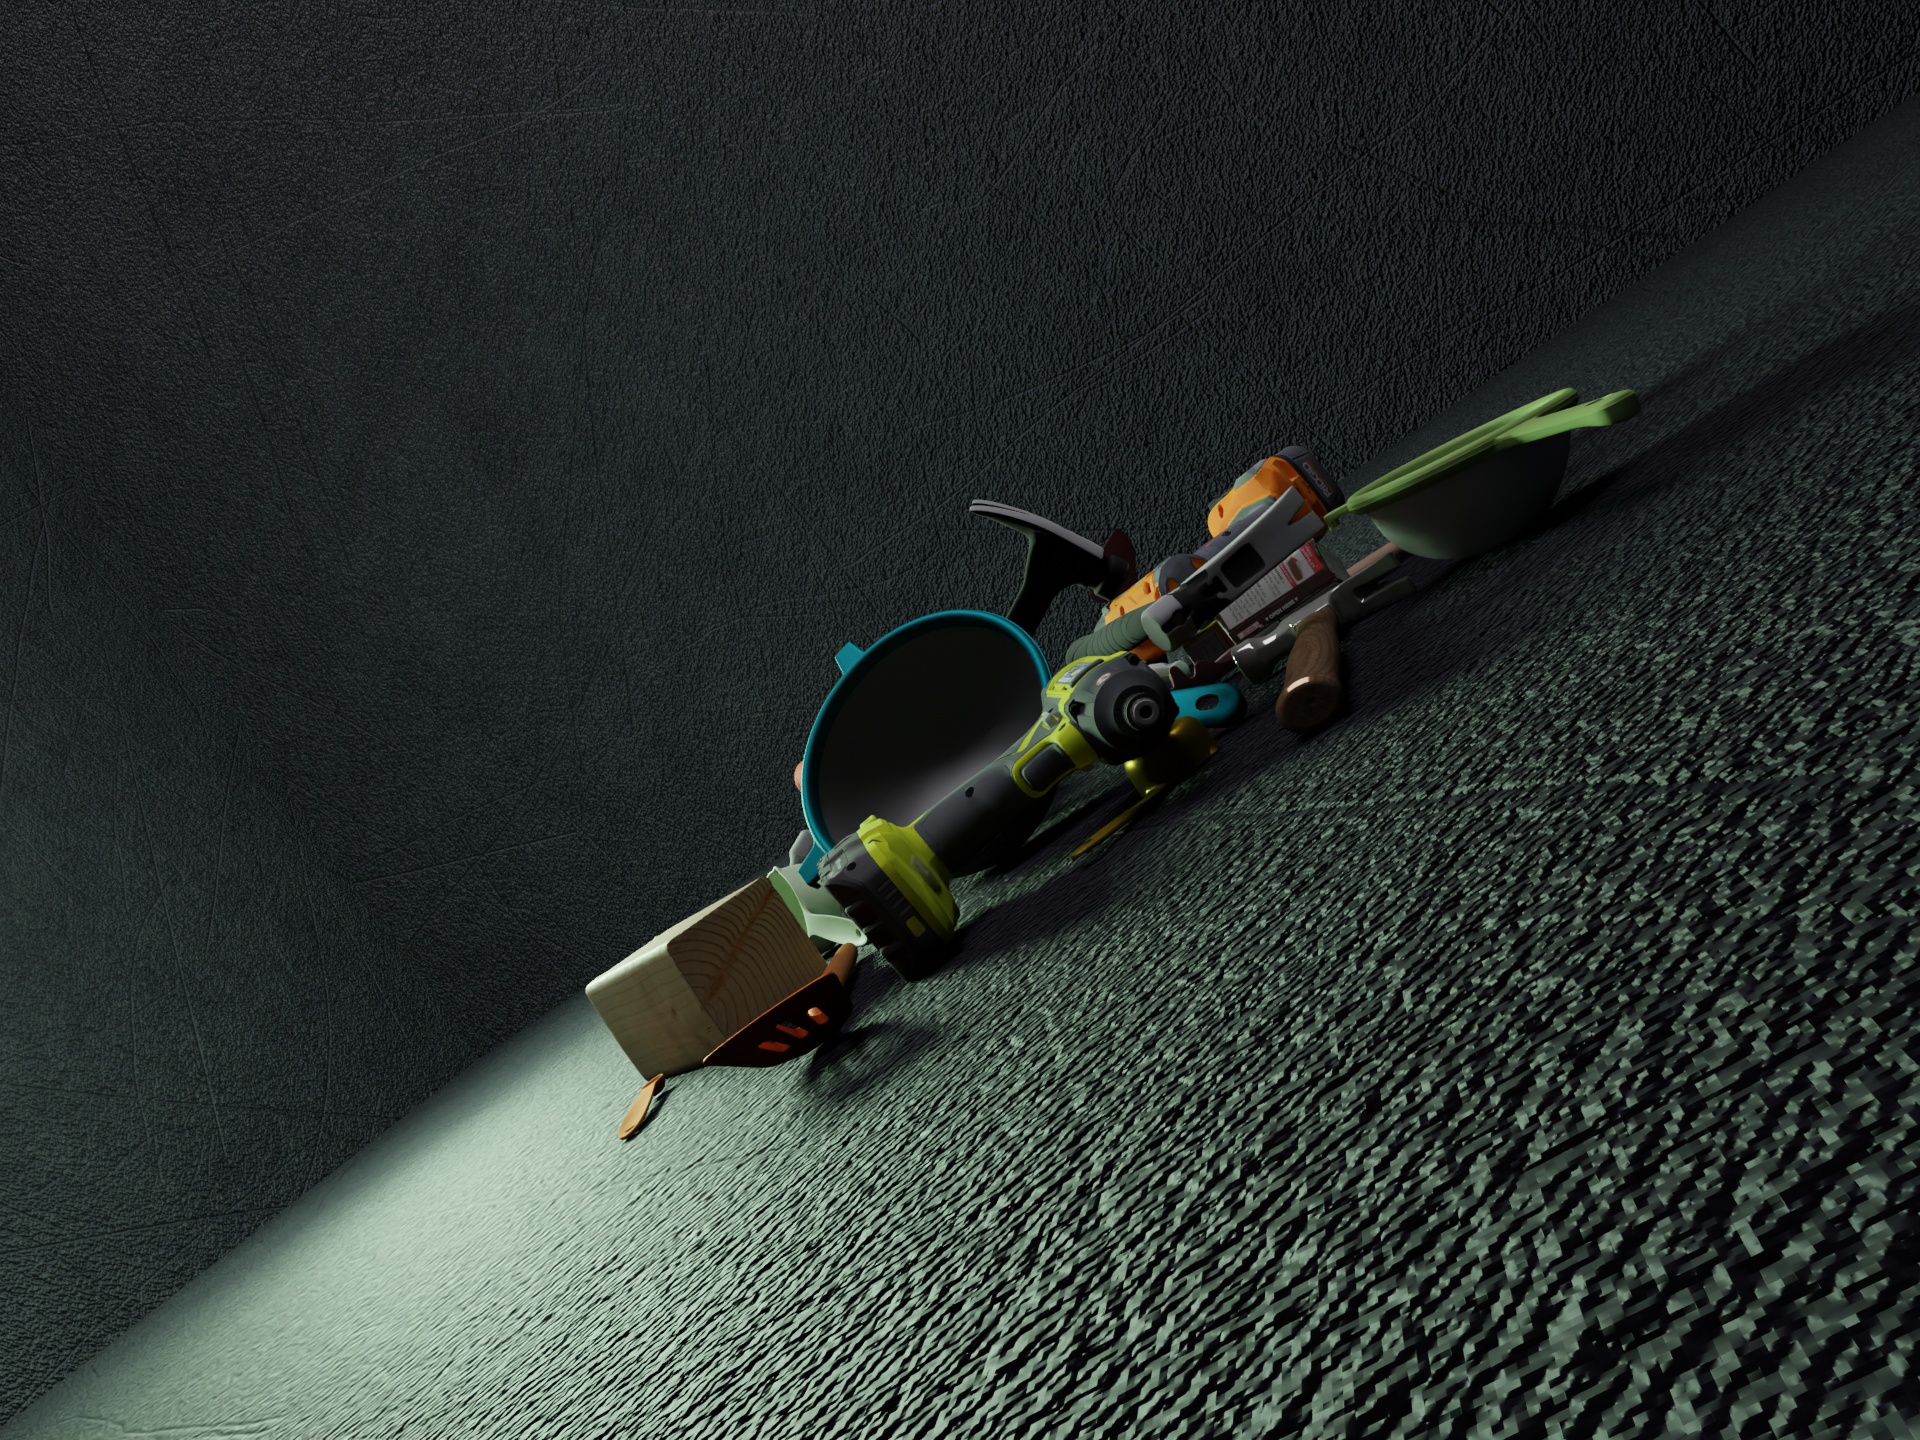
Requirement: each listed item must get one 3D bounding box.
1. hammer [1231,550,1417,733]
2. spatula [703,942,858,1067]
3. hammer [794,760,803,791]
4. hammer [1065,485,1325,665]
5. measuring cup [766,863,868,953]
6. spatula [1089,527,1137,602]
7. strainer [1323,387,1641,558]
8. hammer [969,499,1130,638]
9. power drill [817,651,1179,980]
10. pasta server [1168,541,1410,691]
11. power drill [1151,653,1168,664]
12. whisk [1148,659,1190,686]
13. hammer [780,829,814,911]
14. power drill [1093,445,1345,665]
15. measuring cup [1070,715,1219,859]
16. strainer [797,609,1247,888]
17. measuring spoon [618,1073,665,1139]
[{"bbox_3d":[0.215,-0.042,0.955,0.130,0.031,0.331,-34,2,17],"label":"hammer"},{"bbox_3d":[-0.085,0.159,0.953,0.081,0.041,0.322,-35,1,2],"label":"spatula"},{"bbox_3d":[-0.053,0.029,1.438,0.149,0.037,0.359,19,-19,-34],"label":"hammer"},{"bbox_3d":[0.145,-0.079,1.153,0.146,0.035,0.335,-39,2,-14],"label":"hammer"},{"bbox_3d":[-0.100,0.152,1.233,0.038,0.083,0.168,-16,9,-31],"label":"measuring cup"},{"bbox_3d":[0.159,-0.110,1.439,0.060,0.018,0.315,-58,-20,1],"label":"spatula"},{"bbox_3d":[0.332,-0.142,0.941,0.151,0.069,0.256,-28,5,-7],"label":"strainer"},{"bbox_3d":[-0.002,-0.004,1.229,0.336,0.127,0.034,-62,6,21],"label":"hammer"},{"bbox_3d":[0.026,0.045,0.931,0.223,0.080,0.171,-41,6,-4],"label":"power drill"},{"bbox_3d":[0.259,-0.088,1.255,0.316,0.040,0.060,-33,-6,5],"label":"pasta server"},{"bbox_3d":[0.085,-0.001,1.590,0.188,0.080,0.226,-36,5,-36],"label":"power drill"},{"bbox_3d":[0.088,-0.029,1.455,0.246,0.059,0.058,-8,6,16],"label":"whisk"},{"bbox_3d":[-0.178,0.187,1.505,0.144,0.035,0.405,-60,2,-11],"label":"hammer"},{"bbox_3d":[0.208,-0.128,1.354,0.226,0.084,0.164,-40,2,-29],"label":"power drill"},{"bbox_3d":[0.099,0.038,0.929,0.062,0.029,0.156,-33,0,40],"label":"measuring cup"},{"bbox_3d":[0.050,0.025,1.109,0.340,0.211,0.095,-8,-30,30],"label":"strainer"},{"bbox_3d":[-0.214,0.263,1.073,0.021,0.011,0.117,-35,5,1],"label":"measuring spoon"}]
